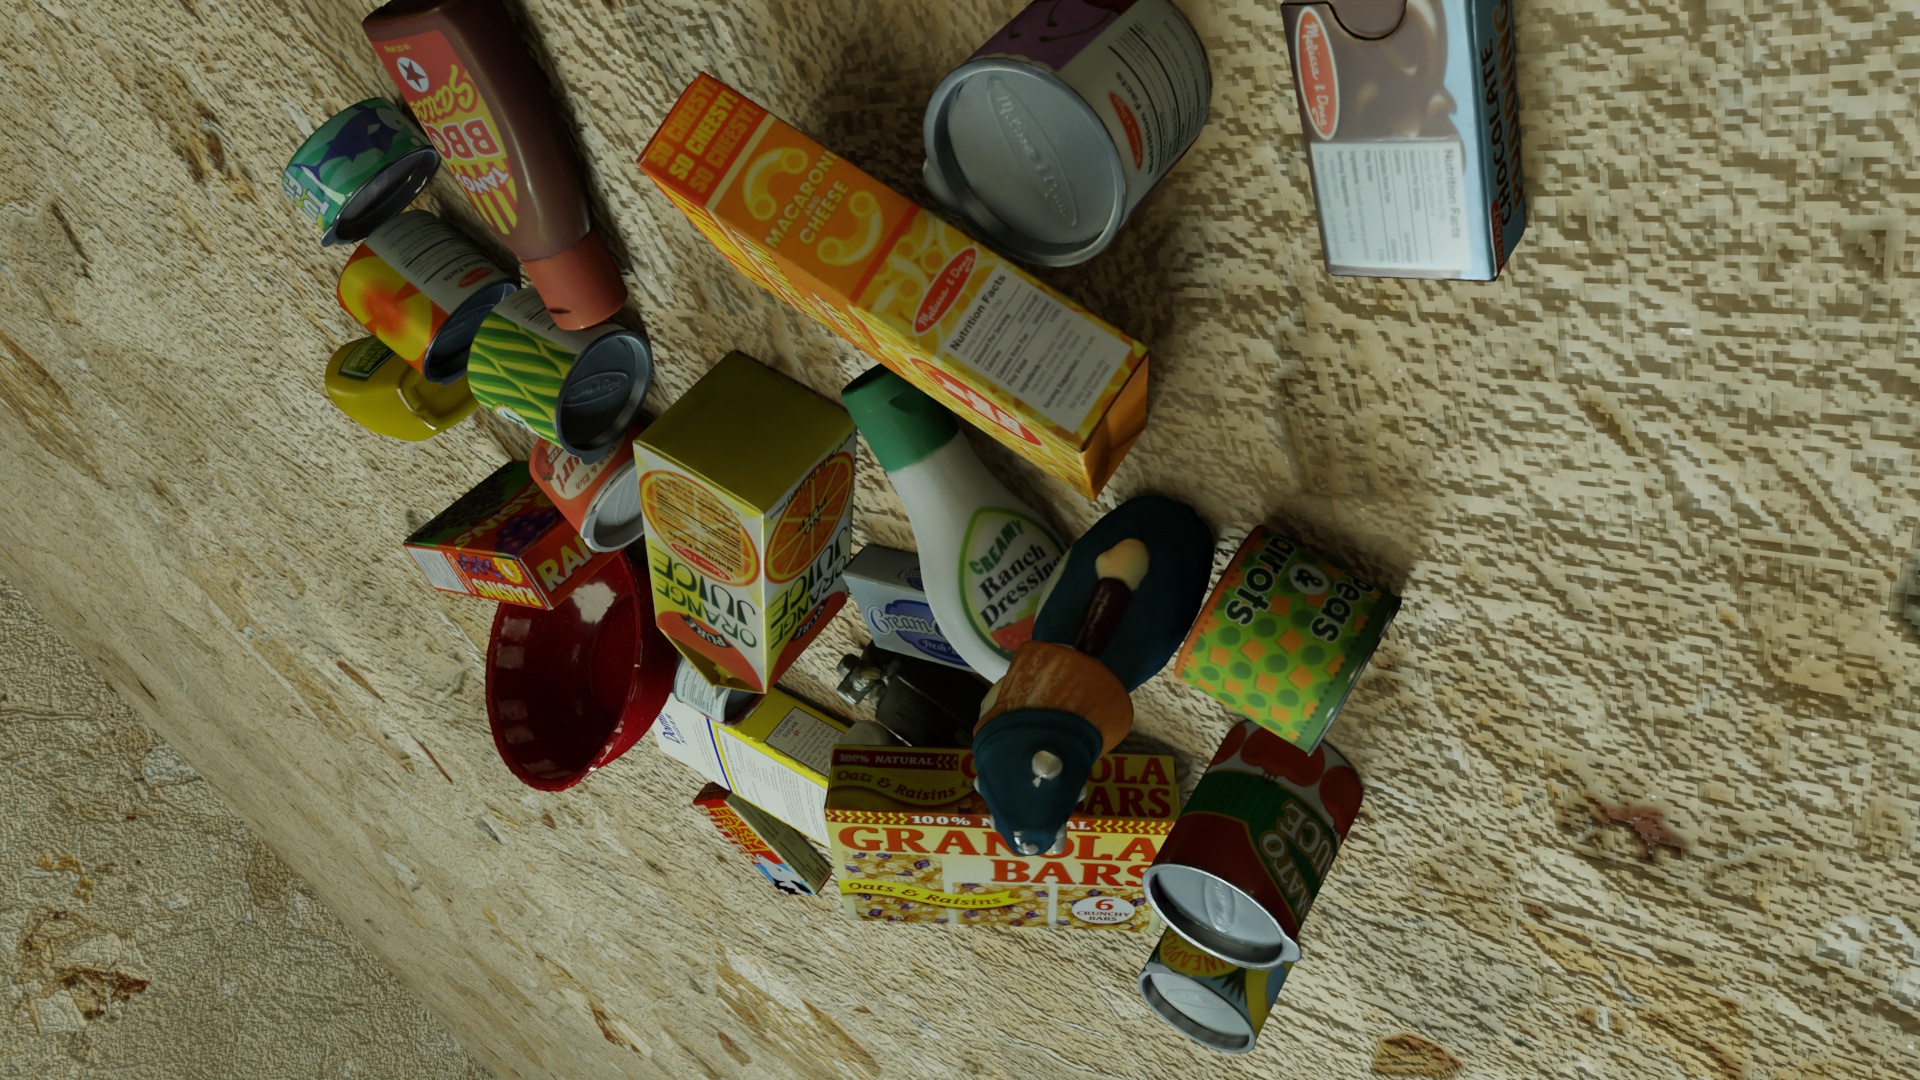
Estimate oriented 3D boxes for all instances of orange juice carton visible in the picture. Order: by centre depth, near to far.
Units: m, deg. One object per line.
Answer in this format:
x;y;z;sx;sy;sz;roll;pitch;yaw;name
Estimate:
-0.103;0.007;0.683;0.073;0.072;0.191;29;145;15;orange juice carton

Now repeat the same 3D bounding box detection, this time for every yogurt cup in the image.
-0.185;-0.036;0.721;0.054;0.073;0.072;39;148;15;yogurt cup

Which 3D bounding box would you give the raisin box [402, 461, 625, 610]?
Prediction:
-0.246;-0.006;0.793;0.123;0.086;0.040;6;129;40;raisin box

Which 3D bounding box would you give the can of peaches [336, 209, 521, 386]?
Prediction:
-0.265;-0.120;0.693;0.058;0.071;0.071;40;147;1;can of peaches

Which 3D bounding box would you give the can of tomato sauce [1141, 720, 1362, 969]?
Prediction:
0.127;0.129;0.593;0.071;0.083;0.070;25;144;20;can of tomato sauce

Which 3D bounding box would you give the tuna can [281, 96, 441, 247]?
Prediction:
-0.280;-0.170;0.646;0.033;0.071;0.071;46;146;-8;tuna can

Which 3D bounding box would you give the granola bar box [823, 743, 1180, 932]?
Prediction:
0.021;0.150;0.696;0.166;0.039;0.123;1;141;3;granola bar box

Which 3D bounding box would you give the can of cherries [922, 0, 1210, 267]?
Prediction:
0.030;-0.125;0.411;0.071;0.059;0.071;25;145;19;can of cherries

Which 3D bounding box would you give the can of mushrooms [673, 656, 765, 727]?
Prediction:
-0.129;0.070;0.792;0.033;0.071;0.070;28;145;15;can of mushrooms

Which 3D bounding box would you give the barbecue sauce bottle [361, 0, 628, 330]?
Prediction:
-0.191;-0.161;0.595;0.065;0.044;0.148;9;137;35;barbecue sauce bottle

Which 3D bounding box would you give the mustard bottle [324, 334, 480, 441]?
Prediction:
-0.327;-0.091;0.793;0.160;0.065;0.048;7;139;45;mustard bottle

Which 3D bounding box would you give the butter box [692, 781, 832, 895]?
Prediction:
-0.144;0.216;1.015;0.103;0.024;0.053;50;145;-16;butter box

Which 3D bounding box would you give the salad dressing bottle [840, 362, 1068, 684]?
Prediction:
0.002;-0.007;0.579;0.147;0.064;0.044;59;160;-15;salad dressing bottle

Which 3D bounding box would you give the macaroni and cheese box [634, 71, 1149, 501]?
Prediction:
-0.015;-0.081;0.474;0.166;0.040;0.123;34;179;9;macaroni and cheese box

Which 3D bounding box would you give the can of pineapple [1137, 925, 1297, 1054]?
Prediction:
0.133;0.220;0.718;0.071;0.058;0.070;25;144;20;can of pineapple

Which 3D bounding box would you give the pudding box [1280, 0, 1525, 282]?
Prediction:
0.119;-0.111;0.367;0.049;0.030;0.083;11;138;37;pudding box

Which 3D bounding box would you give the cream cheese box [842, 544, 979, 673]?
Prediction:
-0.005;0.036;0.666;0.104;0.024;0.053;11;137;36;cream cheese box

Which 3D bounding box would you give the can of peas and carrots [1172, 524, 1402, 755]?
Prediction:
0.119;0.034;0.506;0.059;0.071;0.070;30;146;15;can of peas and carrots

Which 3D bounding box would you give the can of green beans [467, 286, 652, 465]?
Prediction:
-0.193;-0.082;0.670;0.058;0.071;0.071;27;145;19;can of green beans

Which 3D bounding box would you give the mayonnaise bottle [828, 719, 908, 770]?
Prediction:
-0.007;0.162;0.786;0.148;0.041;0.065;43;173;-20;mayonnaise bottle
